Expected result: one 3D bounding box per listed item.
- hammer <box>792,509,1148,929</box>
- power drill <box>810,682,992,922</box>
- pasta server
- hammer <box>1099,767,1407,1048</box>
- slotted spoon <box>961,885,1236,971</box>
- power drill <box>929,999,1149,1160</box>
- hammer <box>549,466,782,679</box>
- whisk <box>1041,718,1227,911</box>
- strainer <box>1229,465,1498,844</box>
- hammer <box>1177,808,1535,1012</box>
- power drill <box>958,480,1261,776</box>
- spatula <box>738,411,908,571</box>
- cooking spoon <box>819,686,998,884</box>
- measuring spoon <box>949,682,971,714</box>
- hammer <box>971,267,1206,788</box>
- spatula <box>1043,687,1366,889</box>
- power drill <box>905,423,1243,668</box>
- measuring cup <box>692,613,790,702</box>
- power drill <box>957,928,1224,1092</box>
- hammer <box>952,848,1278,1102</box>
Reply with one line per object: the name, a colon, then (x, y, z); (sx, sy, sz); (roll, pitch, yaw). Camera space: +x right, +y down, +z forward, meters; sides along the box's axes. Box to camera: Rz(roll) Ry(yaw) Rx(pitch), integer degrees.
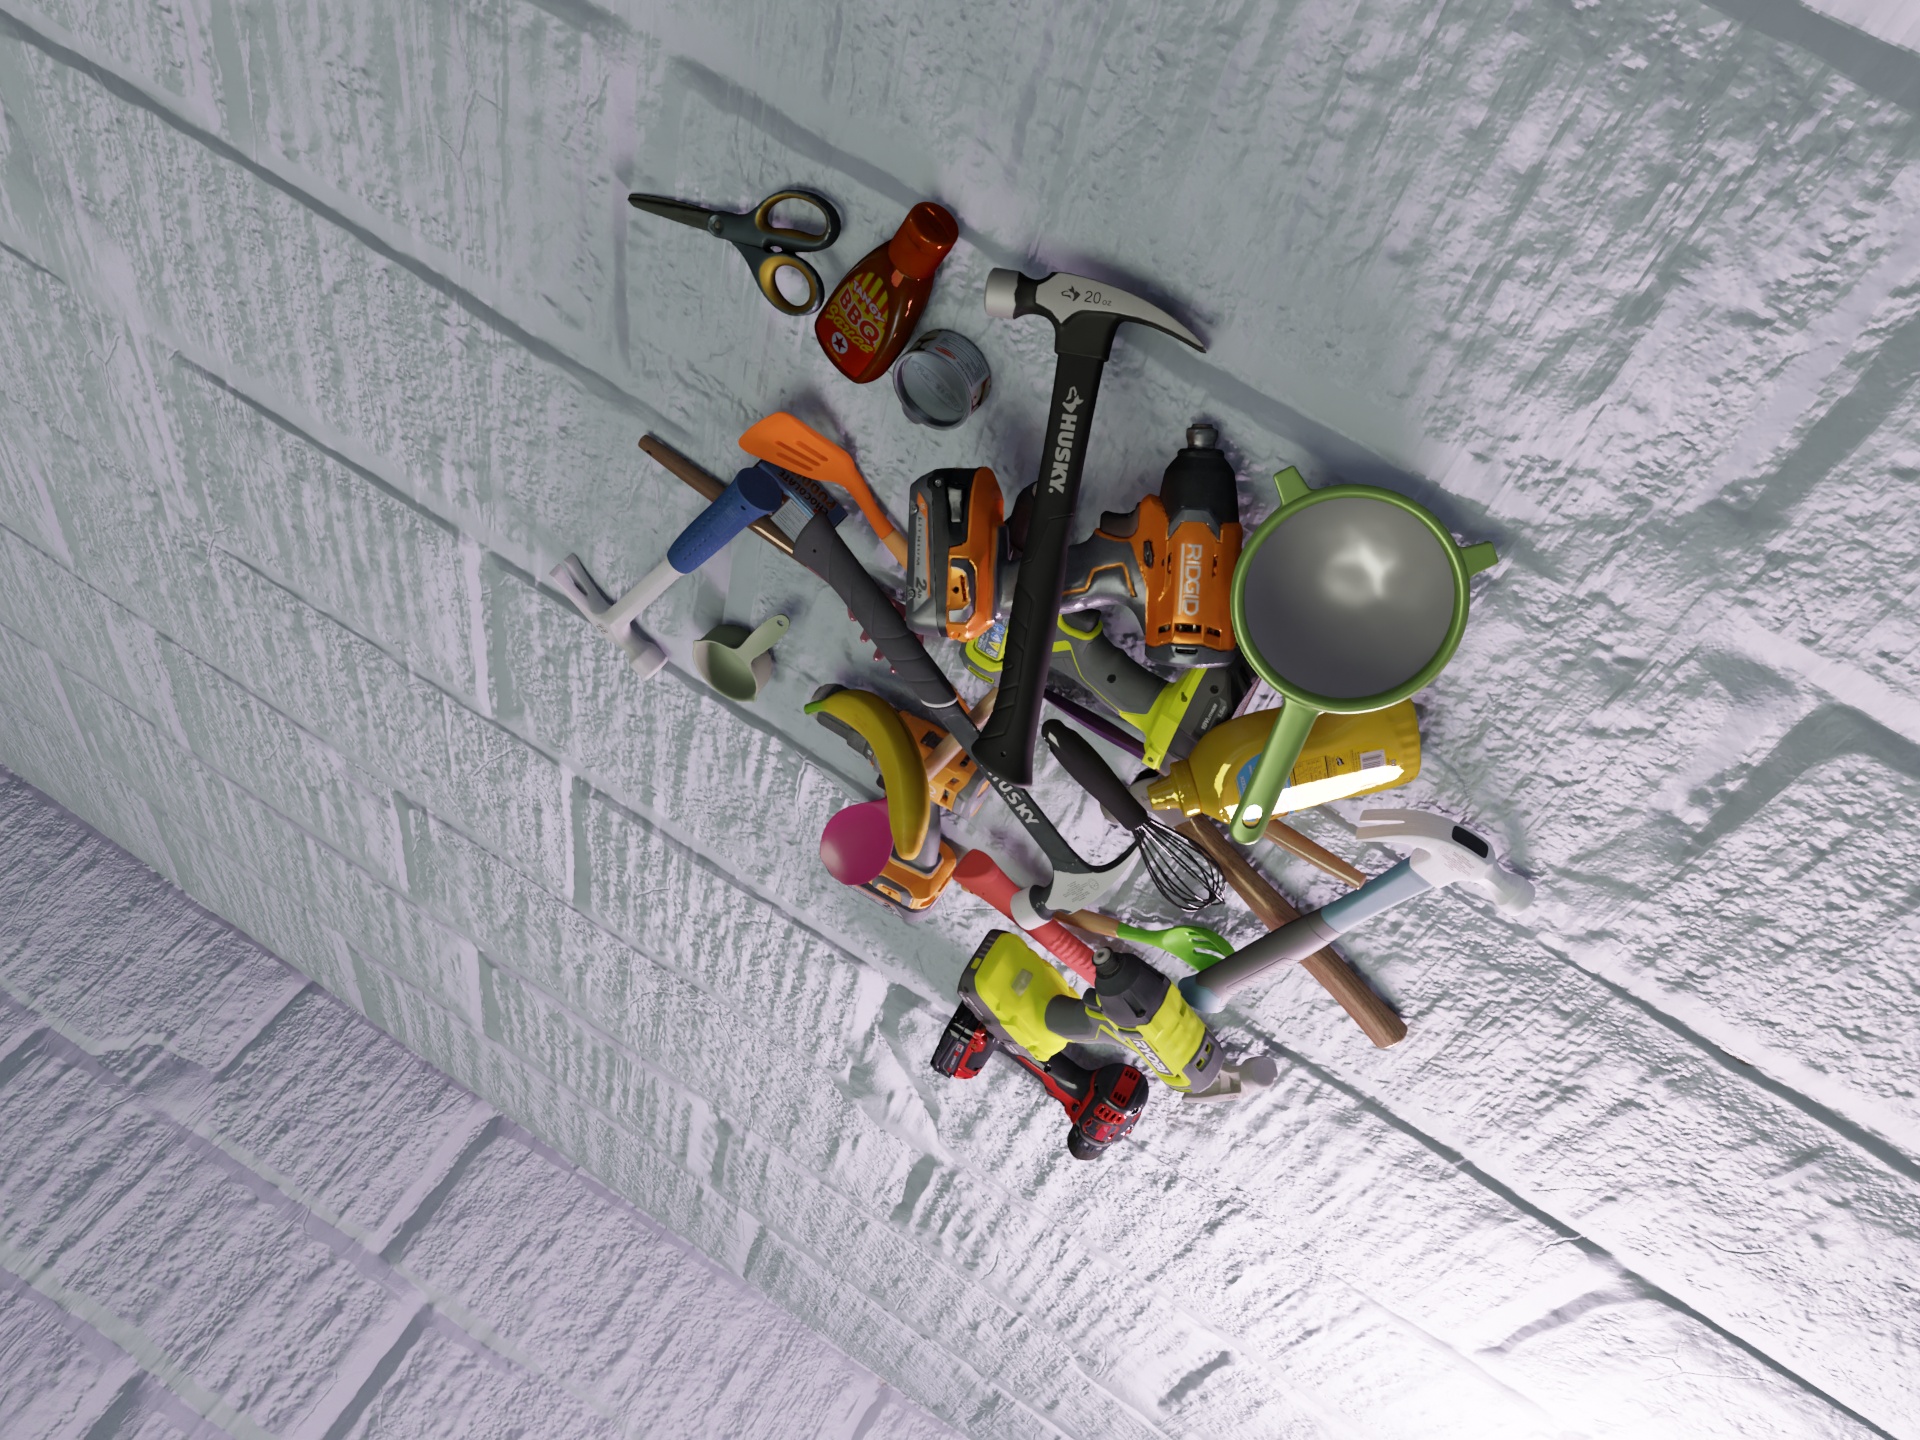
hammer: (-0.002, -0.004, 1.327); (0.149, 0.036, 0.408); (-29, 106, 31)
power drill: (-0.071, 0.073, 1.514); (0.185, 0.084, 0.226); (30, 139, 11)
pasta server: (-0.155, -0.150, 1.375); (0.316, 0.040, 0.060); (36, 144, 5)
hammer: (0.268, 0.161, 1.357); (0.331, 0.031, 0.130); (46, 144, -11)
slotted spoon: (0.130, 0.191, 1.514); (0.314, 0.031, 0.070); (12, 139, 34)
power drill: (0.085, 0.393, 1.736); (0.227, 0.080, 0.187); (29, 144, 8)
hammer: (-0.265, -0.144, 1.446); (0.144, 0.035, 0.405); (47, 149, -11)
whisk: (0.140, 0.077, 1.279); (0.055, 0.055, 0.238); (-12, 131, 47)
strainer: (0.238, -0.038, 1.068); (0.151, 0.069, 0.256); (22, 109, 4)
hammer: (0.295, 0.168, 1.293); (0.128, 0.033, 0.331); (39, 136, -9)
power drill: (0.113, -0.066, 1.205); (0.228, 0.080, 0.190); (32, 141, 13)
spatula: (-0.049, -0.129, 1.303); (0.322, 0.041, 0.081); (49, 147, -16)
cooking spoon: (-0.034, 0.050, 1.408); (0.069, 0.017, 0.318); (48, 127, 6)
measuring spoon: (-0.024, -0.035, 1.409); (0.021, 0.011, 0.116); (-18, 117, 49)
hammer: (0.063, -0.120, 1.047); (0.146, 0.035, 0.334); (11, 98, 10)
spatula: (0.179, 0.046, 1.259); (0.316, 0.018, 0.059); (32, -170, 23)
power drill: (0.081, -0.126, 1.101); (0.226, 0.084, 0.164); (5, 101, 14)
measuring cup: (-0.192, -0.073, 1.493); (0.083, 0.038, 0.167); (45, 142, -10)
power drill: (0.110, 0.254, 1.439); (0.223, 0.080, 0.171); (-1, 136, 48)
hammer: (0.134, 0.250, 1.534); (0.359, 0.037, 0.149); (39, 152, -9)
